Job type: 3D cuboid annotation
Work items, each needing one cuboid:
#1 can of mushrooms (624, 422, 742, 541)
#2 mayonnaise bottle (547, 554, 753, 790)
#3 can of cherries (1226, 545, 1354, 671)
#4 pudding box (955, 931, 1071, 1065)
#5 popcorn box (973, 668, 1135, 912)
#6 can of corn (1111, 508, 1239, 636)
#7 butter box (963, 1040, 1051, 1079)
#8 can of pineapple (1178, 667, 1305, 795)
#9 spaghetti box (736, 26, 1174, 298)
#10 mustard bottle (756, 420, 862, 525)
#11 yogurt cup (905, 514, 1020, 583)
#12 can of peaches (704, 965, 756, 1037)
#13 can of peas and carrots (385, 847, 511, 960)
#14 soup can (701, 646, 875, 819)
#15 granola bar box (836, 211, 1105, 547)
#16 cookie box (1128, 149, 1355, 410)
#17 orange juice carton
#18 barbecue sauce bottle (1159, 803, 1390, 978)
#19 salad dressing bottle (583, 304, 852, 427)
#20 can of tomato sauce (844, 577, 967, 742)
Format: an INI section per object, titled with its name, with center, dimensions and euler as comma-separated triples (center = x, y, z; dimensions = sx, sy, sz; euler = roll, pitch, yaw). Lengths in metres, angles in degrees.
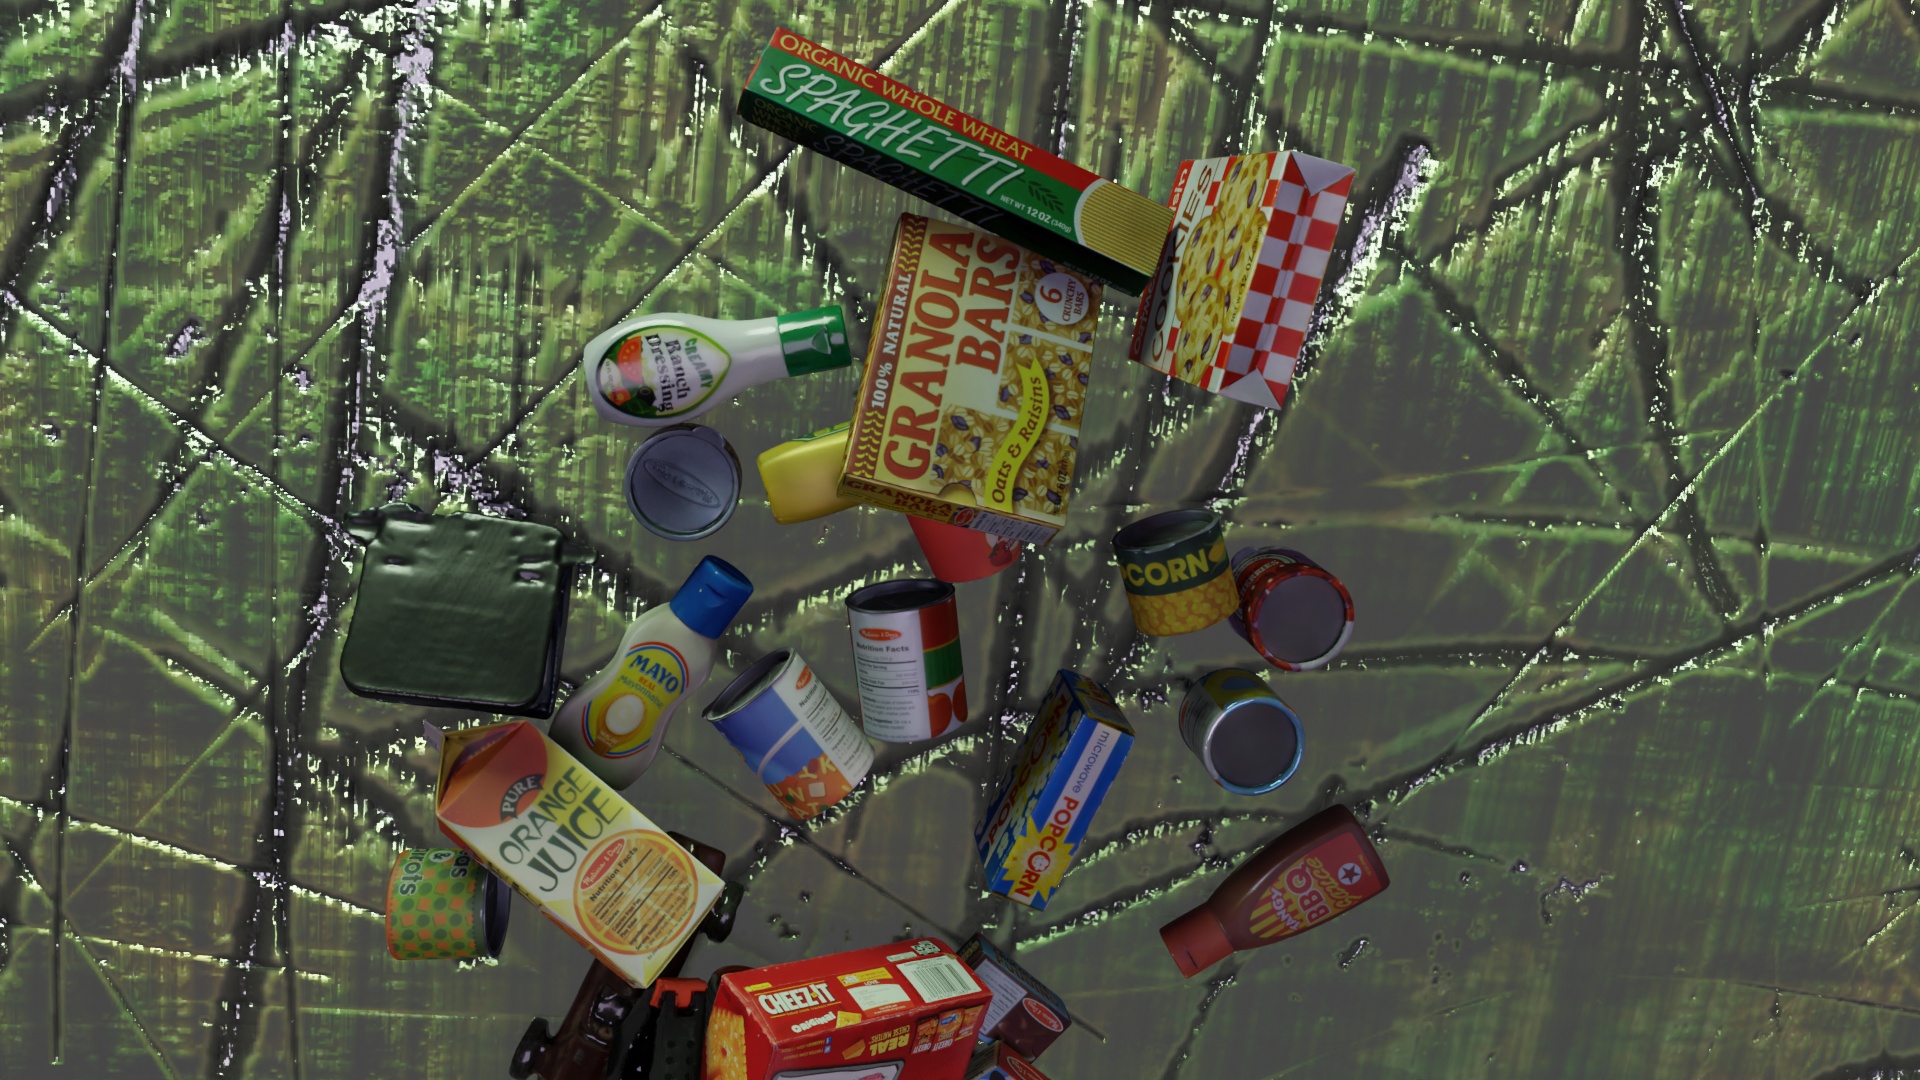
[can of mushrooms]
center = -0.161, -0.037, 0.816
dimensions = 0.071, 0.033, 0.071
euler = -1, 103, -5
[mayonnaise bottle]
center = -0.182, 0.076, 0.835
dimensions = 0.065, 0.041, 0.148
euler = 37, 97, -9
[can of cherries]
center = 0.201, 0.040, 0.861
dimensions = 0.071, 0.058, 0.071
euler = -2, 104, -6
[pudding box]
center = 0.026, 0.305, 0.917
dimensions = 0.083, 0.030, 0.049
euler = 42, 94, -13
[popcorn box]
center = 0.056, 0.151, 0.857
dimensions = 0.038, 0.085, 0.126
euler = 25, 99, -12
[can of corn]
center = 0.131, 0.020, 0.843
dimensions = 0.071, 0.071, 0.058
euler = -17, 105, -2
[butter box]
center = 0.009, 0.374, 0.916
dimensions = 0.053, 0.024, 0.103
euler = 42, 116, -12
[can of pineapple]
center = 0.179, 0.120, 0.877
dimensions = 0.071, 0.058, 0.070
euler = -1, 103, -6
[spaghetti box]
center = -0.001, -0.211, 0.778
dimensions = 0.250, 0.028, 0.050
euler = 23, 67, -7
[mustard bottle]
center = -0.038, -0.054, 0.814
dimensions = 0.160, 0.065, 0.048
euler = -19, 99, -8
[yogurt cup]
center = 0.003, -0.010, 0.826
dimensions = 0.072, 0.072, 0.053
euler = -18, 112, -2
[can of peaches]
center = -0.139, 0.313, 0.883
dimensions = 0.071, 0.071, 0.058
euler = 24, 99, -11
[can of peas and carrots]
center = -0.309, 0.217, 0.841
dimensions = 0.059, 0.071, 0.070
euler = 0, 103, -6
[soup can]
center = -0.104, 0.118, 0.842
dimensions = 0.071, 0.071, 0.083
euler = -36, 105, 3
[granola bar box]
center = 0.008, -0.091, 0.781
dimensions = 0.124, 0.039, 0.166
euler = 13, 71, -9
[cookie box]
center = 0.145, -0.145, 0.757
dimensions = 0.040, 0.168, 0.122
euler = 13, 101, -12
[orange juice carton]
center = -0.236, 0.170, 0.804
dimensions = 0.192, 0.071, 0.073
euler = 40, 65, -3
[barbecue sauce bottle]
center = 0.203, 0.235, 0.914
dimensions = 0.148, 0.044, 0.064
euler = -30, 105, 1
[salad dressing bottle]
center = -0.138, -0.105, 0.798
dimensions = 0.148, 0.044, 0.064
euler = -12, 102, -4
[can of tomato sauce]
center = -0.031, 0.071, 0.840
dimensions = 0.071, 0.071, 0.083
euler = -7, 104, -5
